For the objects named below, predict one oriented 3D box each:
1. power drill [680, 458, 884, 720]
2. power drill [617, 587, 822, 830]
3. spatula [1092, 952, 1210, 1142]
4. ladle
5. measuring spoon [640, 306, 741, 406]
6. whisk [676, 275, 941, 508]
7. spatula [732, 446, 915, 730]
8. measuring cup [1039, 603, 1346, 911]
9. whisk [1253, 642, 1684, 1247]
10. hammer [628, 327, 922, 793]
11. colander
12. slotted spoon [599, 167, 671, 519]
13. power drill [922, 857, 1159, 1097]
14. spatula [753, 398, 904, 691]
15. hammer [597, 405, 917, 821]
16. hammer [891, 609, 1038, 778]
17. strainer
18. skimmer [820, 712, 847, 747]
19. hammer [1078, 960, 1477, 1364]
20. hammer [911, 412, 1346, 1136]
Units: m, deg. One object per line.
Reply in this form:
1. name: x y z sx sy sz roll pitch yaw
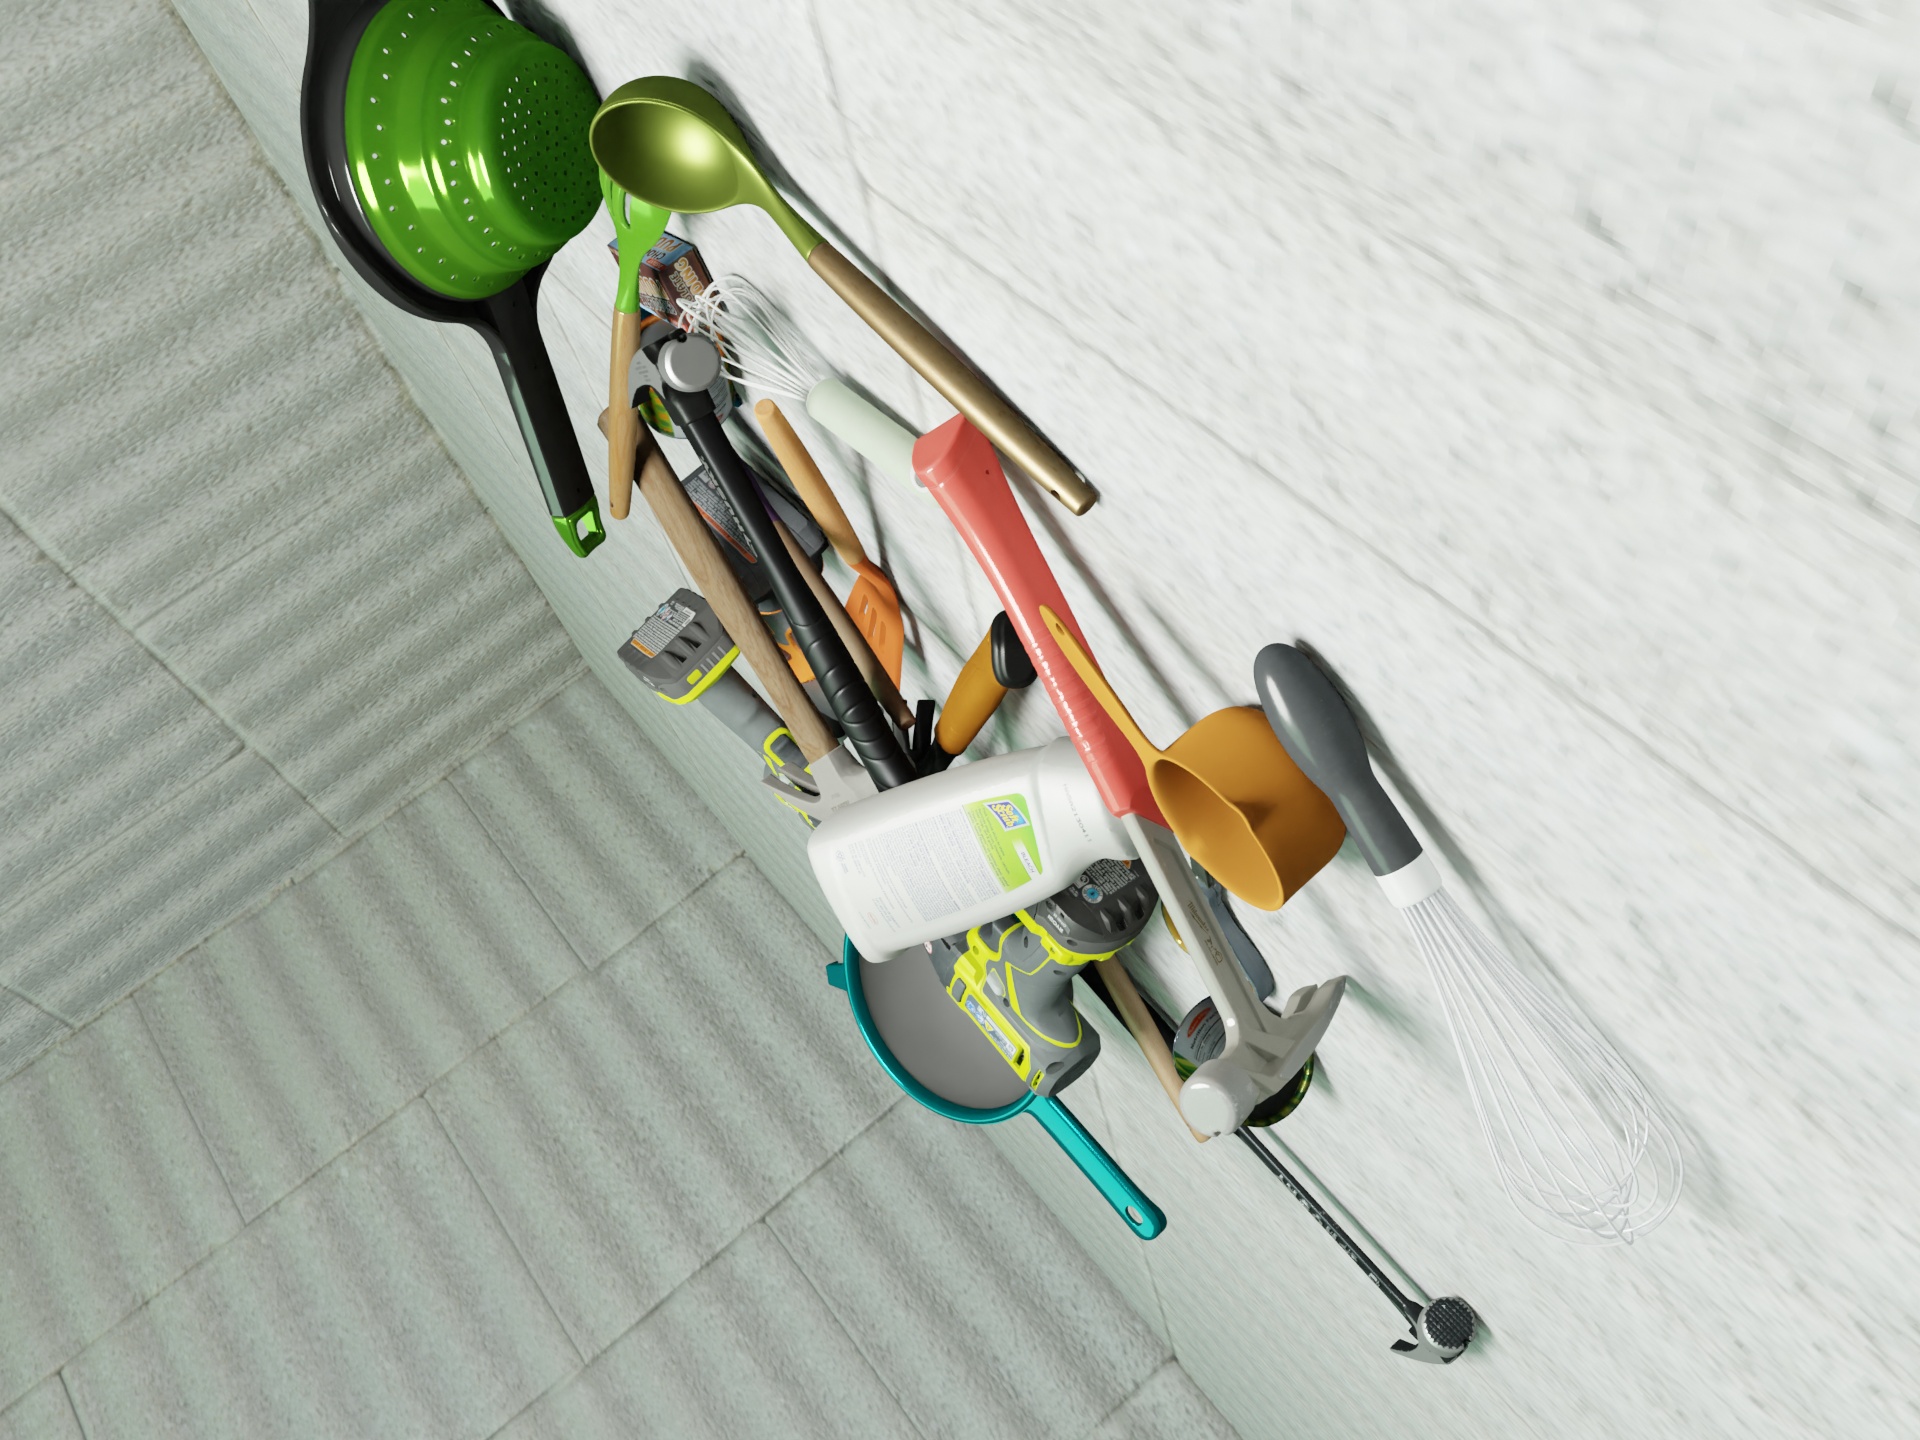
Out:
1. power drill: -0.133 -0.087 1.231 0.164 0.084 0.226 43 167 27
2. power drill: -0.154 0.007 1.258 0.228 0.080 0.191 47 172 -25
3. spatula: 0.091 0.171 1.160 0.317 0.044 0.082 60 163 5
4. ladle: -0.059 -0.198 0.753 0.320 0.062 0.078 46 164 16
5. measuring spoon: -0.196 -0.263 1.134 0.129 0.021 0.042 38 161 19
6. whisk: -0.081 -0.185 0.895 0.247 0.058 0.059 40 -164 32
7. spatula: -0.115 -0.114 1.081 0.316 0.018 0.059 55 -171 25
8. measuring cup: 0.106 0.003 0.722 0.174 0.052 0.095 53 167 8
9. whisk: 0.197 0.091 0.642 0.284 0.070 0.070 57 166 -2
10. hammer: -0.106 -0.081 0.978 0.334 0.035 0.146 62 165 -19
11. colander: -0.260 -0.272 0.980 0.094 0.205 0.396 8 131 26
12. slotted spoon: -0.206 -0.234 0.982 0.070 0.031 0.313 53 149 24
13. power drill: 0.040 0.136 1.069 0.171 0.080 0.223 47 147 23
14. spatula: -0.082 -0.111 1.013 0.081 0.041 0.322 57 179 23
15. hammer: -0.154 -0.073 1.100 0.130 0.031 0.331 -31 91 50
16. hammer: -0.002 -0.003 1.027 0.336 0.034 0.127 124 146 -68
17. strainer: 0.055 0.245 1.231 0.340 0.095 0.211 47 127 18
18. skimmer: -0.068 0.052 1.466 0.127 0.090 0.363 34 147 59
19. hammer: 0.210 0.304 1.176 0.409 0.036 0.149 46 166 27
20. hammer: 0.079 0.013 0.781 0.036 0.149 0.359 -25 93 37
